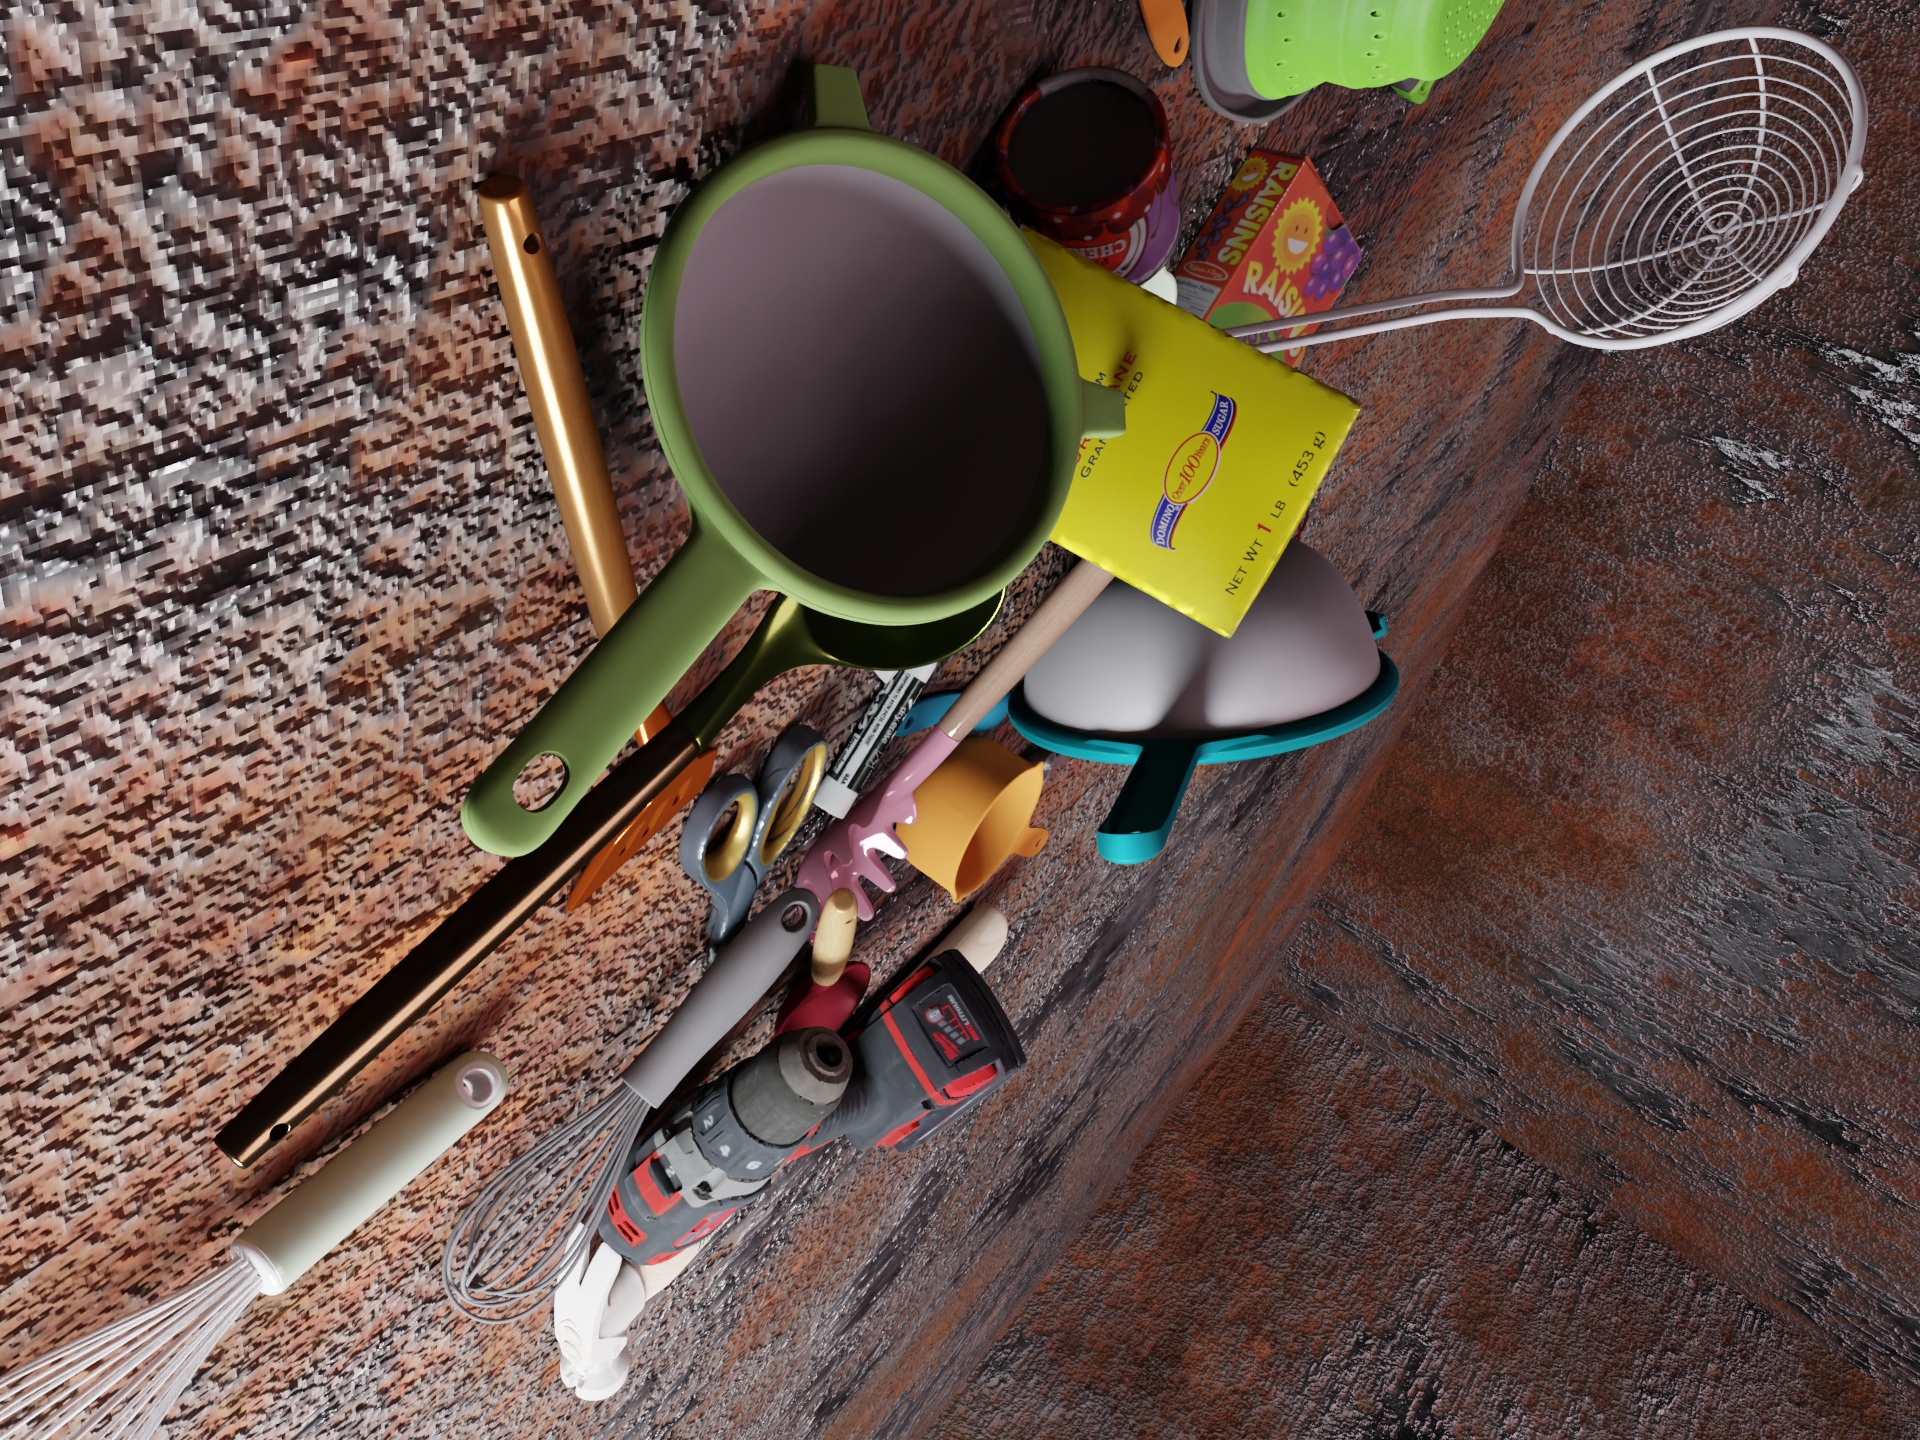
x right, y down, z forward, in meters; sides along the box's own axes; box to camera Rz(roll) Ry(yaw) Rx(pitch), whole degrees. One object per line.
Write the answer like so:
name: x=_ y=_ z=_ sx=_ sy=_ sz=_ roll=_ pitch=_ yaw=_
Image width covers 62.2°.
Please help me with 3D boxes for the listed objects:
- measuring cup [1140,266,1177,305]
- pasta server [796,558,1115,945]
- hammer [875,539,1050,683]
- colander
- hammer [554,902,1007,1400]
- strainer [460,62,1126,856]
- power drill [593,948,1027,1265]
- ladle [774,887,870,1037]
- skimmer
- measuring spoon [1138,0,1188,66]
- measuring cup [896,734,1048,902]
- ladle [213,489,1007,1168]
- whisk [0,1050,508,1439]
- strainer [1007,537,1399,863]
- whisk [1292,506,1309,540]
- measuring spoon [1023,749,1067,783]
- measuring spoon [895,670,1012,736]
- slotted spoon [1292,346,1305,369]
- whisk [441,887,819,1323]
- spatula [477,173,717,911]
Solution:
measuring cup: x=0.039 y=-0.163 z=0.701 sx=0.167 sy=0.038 sz=0.083 roll=-31 pitch=148 yaw=-49
pasta server: x=0.017 y=-0.008 z=0.779 sx=0.316 sy=0.040 sz=0.060 roll=-48 pitch=159 yaw=19
hammer: x=0.057 y=-0.104 z=0.793 sx=0.146 sy=0.035 sz=0.335 roll=-40 pitch=177 yaw=27
colander: x=0.228 y=-0.357 z=0.773 sx=0.204 sy=0.094 sz=0.397 roll=-63 pitch=160 yaw=15
hammer: x=-0.092 y=0.231 z=0.989 sx=0.411 sy=0.038 sz=0.146 roll=-40 pitch=153 yaw=-43
strainer: x=-0.068 y=-0.062 z=0.483 sx=0.256 sy=0.151 sz=0.069 roll=-54 pitch=-157 yaw=-22
power drill: x=-0.065 y=0.192 z=0.831 sx=0.226 sy=0.080 sz=0.188 roll=-13 pitch=154 yaw=-51
ladle: x=-0.067 y=0.123 z=0.796 sx=0.069 sy=0.031 sz=0.315 roll=-39 pitch=170 yaw=-17
skimmer: x=0.136 y=-0.169 z=0.588 sx=0.363 sy=0.127 sz=0.090 roll=-11 pitch=146 yaw=0
measuring spoon: x=0.081 y=-0.294 z=0.637 sx=0.021 sy=0.011 sz=0.116 roll=-59 pitch=161 yaw=3
measuring cup: x=0.013 y=0.057 z=0.956 sx=0.095 sy=0.052 sz=0.173 roll=-58 pitch=163 yaw=1
ladle: x=-0.101 y=0.027 z=0.521 sx=0.320 sy=0.062 sz=0.078 roll=-45 pitch=143 yaw=-27
whisk: x=-0.248 y=0.193 z=0.544 sx=0.059 sy=0.058 sz=0.246 roll=-28 pitch=-171 yaw=43
strainer: x=0.108 y=-0.035 z=0.799 sx=0.340 sy=0.211 sz=0.095 roll=-50 pitch=135 yaw=-65
whisk: x=0.178 y=-0.178 z=0.994 sx=0.073 sy=0.073 sz=0.295 roll=-53 pitch=154 yaw=-15
measuring spoon: x=0.066 y=0.017 z=1.086 sx=0.124 sy=0.018 sz=0.034 roll=-40 pitch=155 yaw=-58
measuring spoon: x=-0.001 y=-0.003 z=0.866 sx=0.128 sy=0.021 sz=0.042 roll=-19 pitch=138 yaw=-64
slotted spoon: x=0.158 y=-0.123 z=1.003 sx=0.070 sy=0.031 sz=0.313 roll=-22 pitch=154 yaw=-23
whisk: x=-0.144 y=0.171 z=0.729 sx=0.239 sy=0.055 sz=0.055 roll=-50 pitch=159 yaw=-14
spatula: x=-0.121 y=-0.037 z=0.527 sx=0.081 sy=0.041 sz=0.322 roll=-46 pitch=154 yaw=-30
